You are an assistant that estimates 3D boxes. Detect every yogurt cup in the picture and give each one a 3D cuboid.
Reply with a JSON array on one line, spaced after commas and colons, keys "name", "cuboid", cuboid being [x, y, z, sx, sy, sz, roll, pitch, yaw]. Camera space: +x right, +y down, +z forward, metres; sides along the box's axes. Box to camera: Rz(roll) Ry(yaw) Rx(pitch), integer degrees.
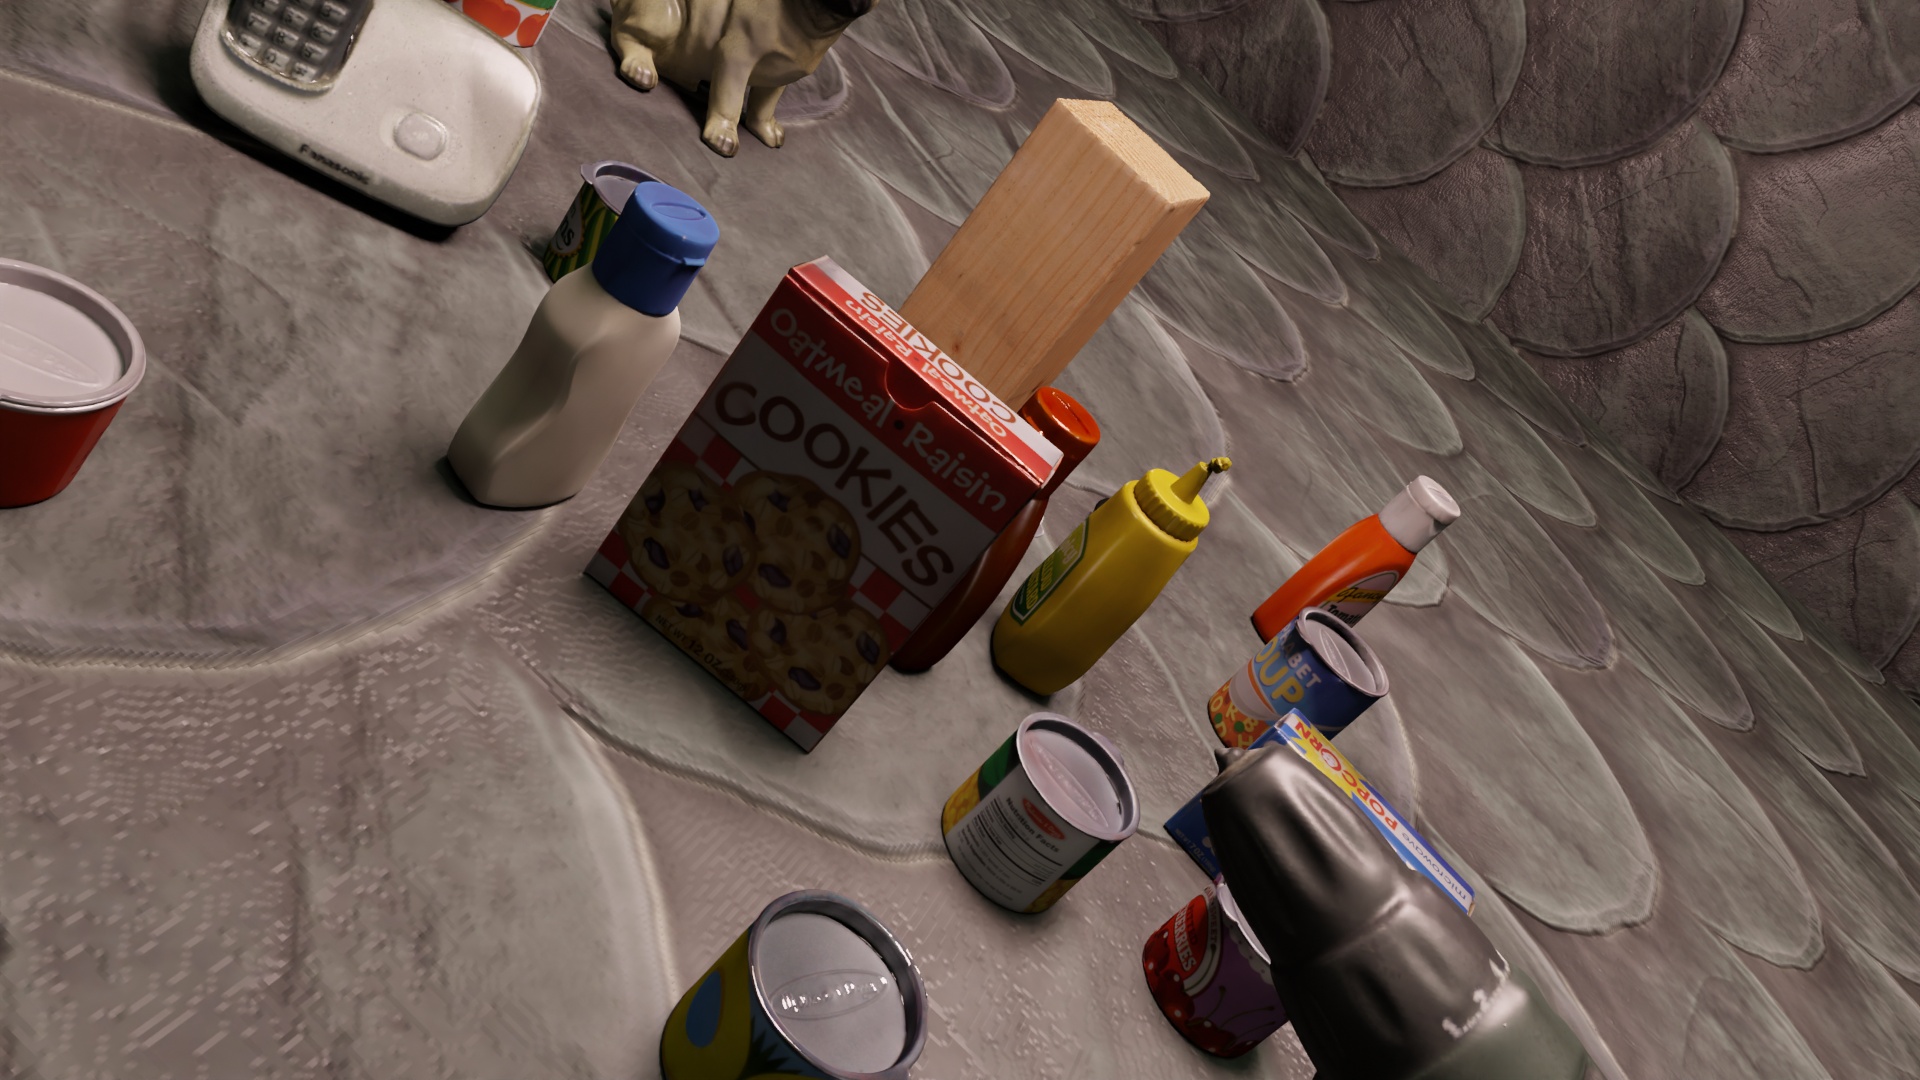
[{"name": "yogurt cup", "cuboid": [-0.300, -0.048, 0.435, 0.072, 0.053, 0.073, 30, 30, -19]}]

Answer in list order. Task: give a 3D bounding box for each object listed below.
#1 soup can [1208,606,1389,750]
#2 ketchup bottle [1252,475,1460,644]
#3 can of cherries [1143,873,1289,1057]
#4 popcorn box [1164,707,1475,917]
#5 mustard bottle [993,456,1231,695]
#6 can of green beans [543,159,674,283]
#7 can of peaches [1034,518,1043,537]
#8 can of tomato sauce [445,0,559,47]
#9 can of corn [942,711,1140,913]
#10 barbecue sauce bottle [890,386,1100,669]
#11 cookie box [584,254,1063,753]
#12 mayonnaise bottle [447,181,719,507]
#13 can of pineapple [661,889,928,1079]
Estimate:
[{"name": "soup can", "cuboid": [0.194, 0.089, 0.811, 0.071, 0.083, 0.072, 30, 30, -19]}, {"name": "ketchup bottle", "cuboid": [0.266, 0.019, 0.929, 0.065, 0.148, 0.044, 17, 36, -38]}, {"name": "can of cherries", "cuboid": [0.122, 0.184, 0.616, 0.071, 0.058, 0.072, 30, 30, -19]}, {"name": "popcorn box", "cuboid": [0.178, 0.159, 0.690, 0.127, 0.085, 0.038, 47, 28, 11]}, {"name": "mustard bottle", "cuboid": [0.079, 0.010, 0.702, 0.049, 0.159, 0.065, 34, 29, -13]}, {"name": "can of green beans", "cuboid": [-0.178, -0.157, 0.735, 0.071, 0.057, 0.071, 30, 30, -19]}, {"name": "can of peaches", "cuboid": [0.003, -0.009, 0.745, 0.071, 0.057, 0.071, 30, 30, -19]}, {"name": "can of tomato sauce", "cuboid": [-0.283, -0.368, 0.880, 0.071, 0.082, 0.071, 30, 30, -19]}, {"name": "can of corn", "cuboid": [0.036, 0.118, 0.604, 0.071, 0.058, 0.071, 30, 30, -19]}, {"name": "barbecue sauce bottle", "cuboid": [0.006, -0.007, 0.650, 0.044, 0.148, 0.065, -2, 49, -52]}, {"name": "cookie box", "cuboid": [-0.058, -0.011, 0.557, 0.123, 0.166, 0.040, 40, 28, -2]}, {"name": "mayonnaise bottle", "cuboid": [-0.149, -0.076, 0.560, 0.041, 0.147, 0.065, 50, 29, 17]}, {"name": "can of pineapple", "cuboid": [-0.053, 0.157, 0.442, 0.071, 0.057, 0.071, 30, 30, -19]}]
